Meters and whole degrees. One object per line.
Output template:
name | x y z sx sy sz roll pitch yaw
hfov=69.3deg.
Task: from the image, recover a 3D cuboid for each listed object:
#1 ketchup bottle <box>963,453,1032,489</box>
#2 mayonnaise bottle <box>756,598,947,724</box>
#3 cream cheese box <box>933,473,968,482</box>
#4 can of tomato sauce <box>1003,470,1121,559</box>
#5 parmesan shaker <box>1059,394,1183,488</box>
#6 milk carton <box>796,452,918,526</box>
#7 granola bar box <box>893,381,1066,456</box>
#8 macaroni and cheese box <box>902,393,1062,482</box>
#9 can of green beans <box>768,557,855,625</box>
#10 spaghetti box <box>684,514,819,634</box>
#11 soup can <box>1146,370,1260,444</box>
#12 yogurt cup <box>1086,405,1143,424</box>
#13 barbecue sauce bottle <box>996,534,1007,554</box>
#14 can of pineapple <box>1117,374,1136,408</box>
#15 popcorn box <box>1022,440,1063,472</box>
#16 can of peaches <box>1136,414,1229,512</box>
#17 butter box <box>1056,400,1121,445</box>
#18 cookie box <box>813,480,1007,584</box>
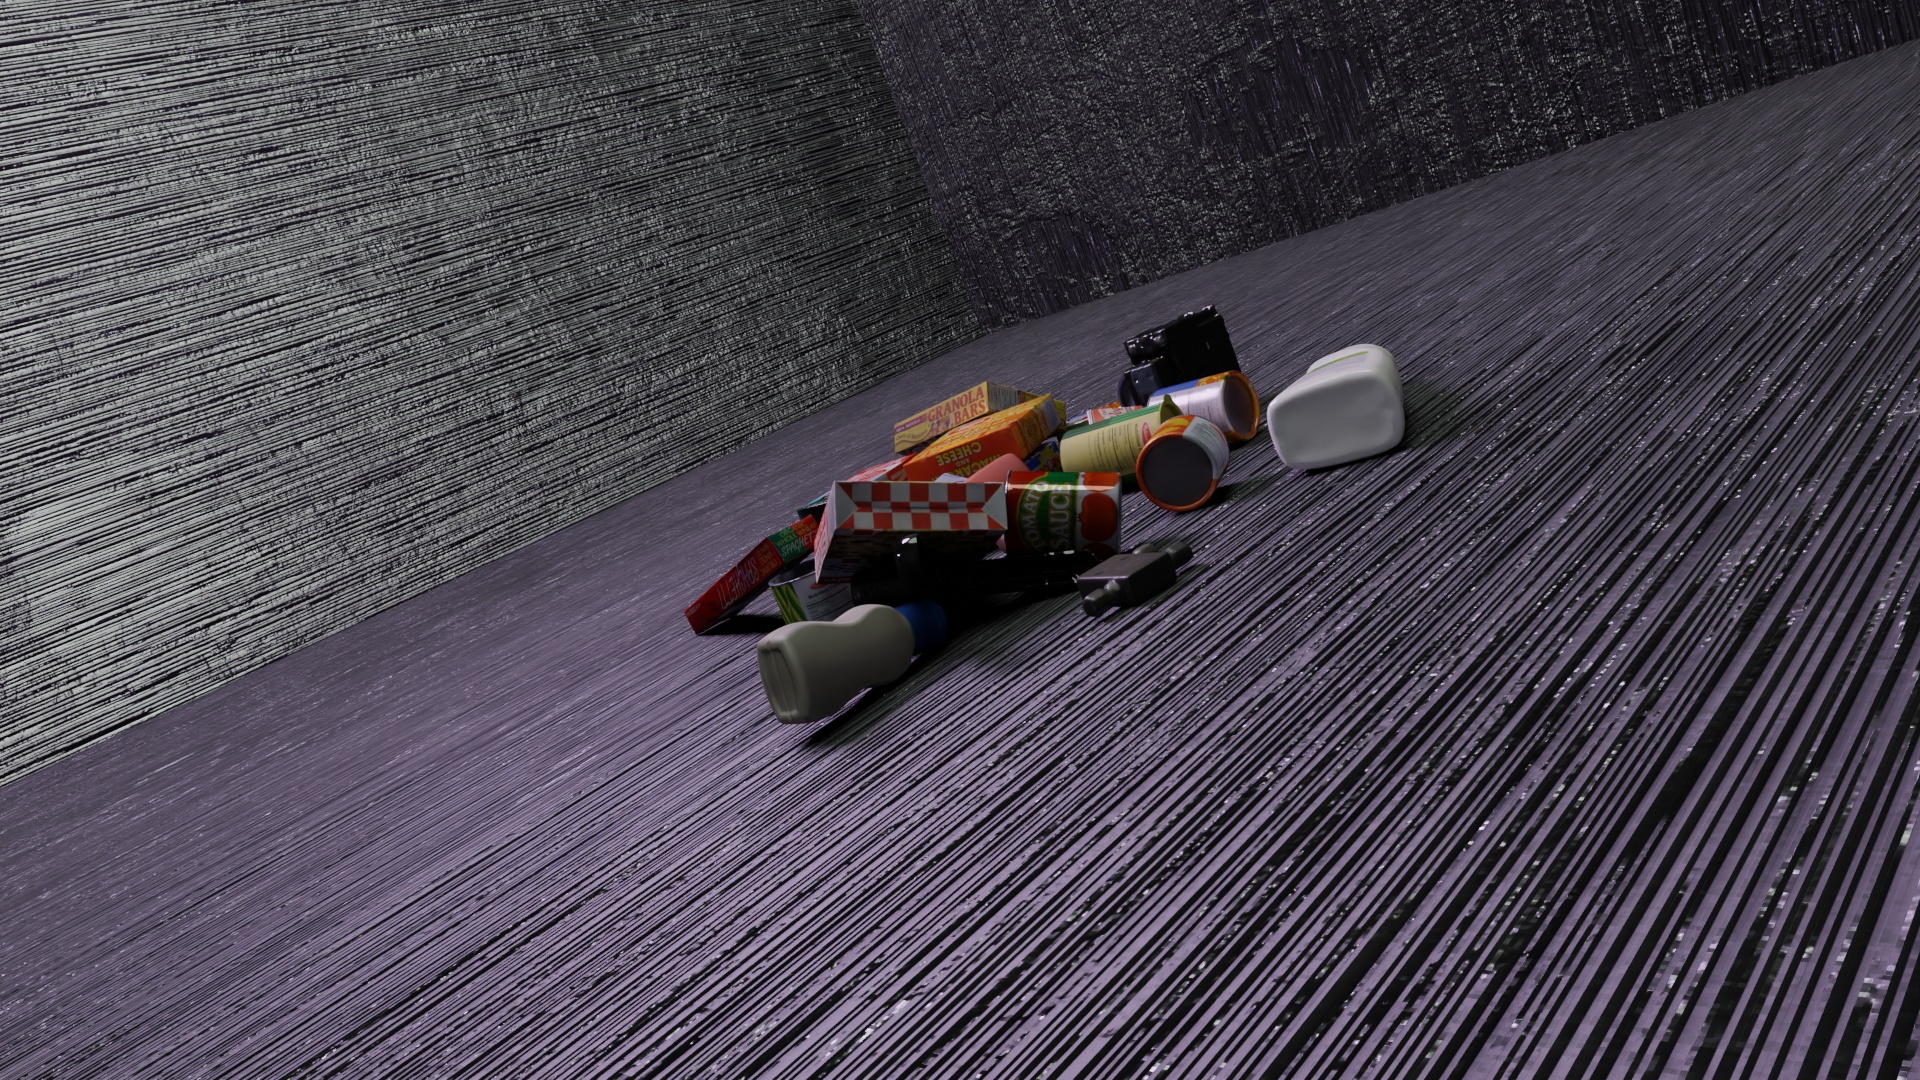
ketchup bottle | 0.004 -0.015 1.234 0.149 0.065 0.043 -34 -7 -21
mayonnaise bottle | -0.068 0.074 0.933 0.041 0.064 0.149 -15 2 41
cream cheese box | 0.004 -0.034 1.316 0.104 0.024 0.053 15 49 46
can of tomato sauce | 0.077 -0.019 1.030 0.083 0.071 0.071 1 15 8
parmesan shaker | 0.150 -0.084 1.257 0.103 0.071 0.071 -15 12 31
milk carton | -0.084 -0.036 1.461 0.072 0.073 0.191 -15 12 30
granola bar box | 0.022 -0.129 1.609 0.124 0.039 0.165 10 -20 -40
macaroni and cheese box | 0.026 -0.099 1.434 0.123 0.040 0.167 -19 11 22
can of green beans | -0.118 0.049 1.152 0.071 0.057 0.071 -21 11 4
spaghetti box | -0.191 0.035 1.268 0.050 0.028 0.249 -29 -3 -33
soup can | 0.227 -0.117 1.286 0.083 0.071 0.072 -10 15 43
yogurt cup | 0.155 -0.098 1.337 0.054 0.072 0.072 -12 12 8
barbecue sauce bottle | 0.056 -0.009 1.145 0.065 0.043 0.149 -18 12 5
can of pineapple | 0.216 -0.167 1.545 0.071 0.071 0.058 -10 15 47
popcorn box | 0.043 -0.057 1.413 0.085 0.038 0.127 -16 12 32
can of peaches | 0.176 -0.060 1.109 0.071 0.071 0.058 -17 12 23
butter box | 0.163 -0.140 1.620 0.103 0.024 0.053 -19 12 13
cookie box | -0.042 -0.004 1.050 0.123 0.040 0.167 0 -15 -11
